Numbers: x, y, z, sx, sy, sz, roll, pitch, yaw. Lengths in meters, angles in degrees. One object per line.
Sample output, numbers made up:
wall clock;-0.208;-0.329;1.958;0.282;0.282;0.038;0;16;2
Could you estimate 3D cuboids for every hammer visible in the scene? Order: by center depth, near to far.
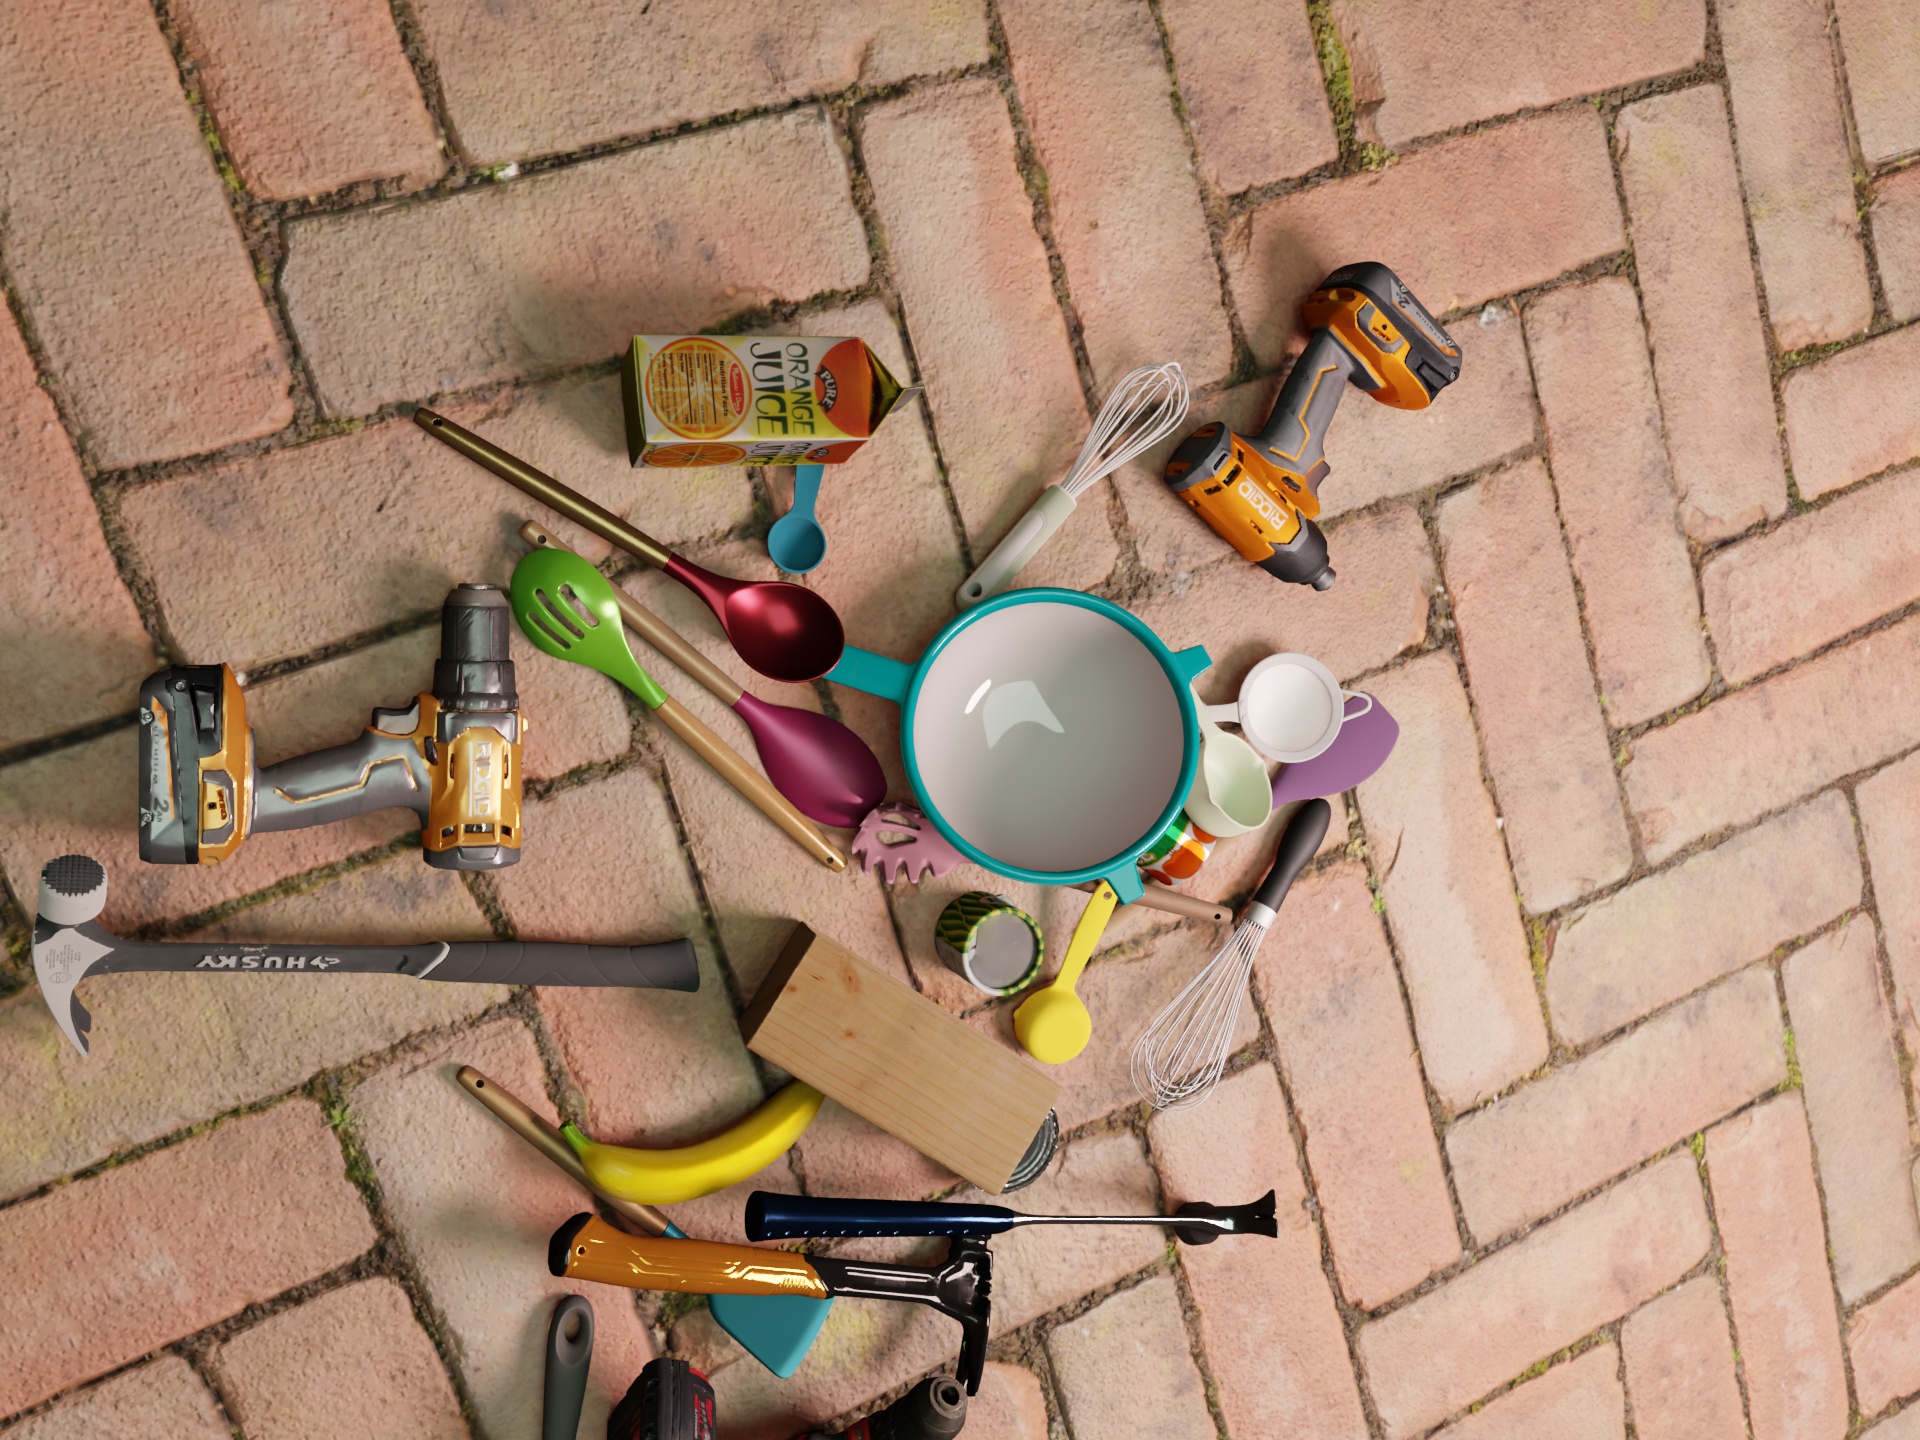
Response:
hammer;-0.363;0.158;1.022;0.408;0.036;0.149;6;129;-28
hammer;-0.125;0.398;1.119;0.336;0.034;0.127;17;63;-27
hammer;0.046;0.362;1.158;0.405;0.144;0.035;8;68;-23

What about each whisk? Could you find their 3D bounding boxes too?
whisk;-0.284;0.549;1.106;0.073;0.073;0.296;7;86;-21
whisk;0.081;-0.172;1.173;0.058;0.059;0.246;40;84;19
whisk;0.222;0.183;1.260;0.070;0.070;0.285;36;78;-20

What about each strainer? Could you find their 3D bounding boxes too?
strainer;-0.002;-0.004;1.145;0.340;0.095;0.211;18;78;-1
strainer;0.192;-0.006;1.236;0.258;0.050;0.087;-3;87;-15

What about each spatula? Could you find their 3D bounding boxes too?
spatula;-0.222;0.339;1.112;0.317;0.044;0.082;44;56;-17
spatula;0.225;0.083;1.265;0.316;0.018;0.060;-35;77;-13

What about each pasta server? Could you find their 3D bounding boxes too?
pasta server;0.067;0.116;1.191;0.316;0.040;0.060;16;107;-18

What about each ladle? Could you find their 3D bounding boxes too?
ladle;-0.218;-0.118;1.057;0.315;0.031;0.069;31;72;-13

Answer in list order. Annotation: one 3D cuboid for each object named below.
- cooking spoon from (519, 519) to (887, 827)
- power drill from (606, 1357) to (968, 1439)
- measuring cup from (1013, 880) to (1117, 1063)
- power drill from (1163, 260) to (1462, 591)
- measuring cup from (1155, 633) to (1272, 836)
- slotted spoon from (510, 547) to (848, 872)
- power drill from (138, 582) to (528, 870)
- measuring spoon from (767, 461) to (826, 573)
cooking spoon;-0.175;-0.031;1.104;0.318;0.017;0.069;41;83;-20
power drill;-0.118;0.505;1.110;0.226;0.080;0.187;15;129;-21
measuring cup;0.090;0.191;1.201;0.062;0.029;0.156;15;107;-22
power drill;0.281;-0.219;1.227;0.164;0.084;0.226;40;85;-21
measuring cup;0.173;0.012;1.196;0.083;0.038;0.167;-28;87;-47
slotted spoon;-0.187;0.003;1.096;0.070;0.031;0.313;-38;113;16
power drill;-0.387;0.003;0.996;0.226;0.084;0.185;1;95;-25
measuring spoon;-0.110;-0.165;1.119;0.042;0.021;0.129;11;82;-18
